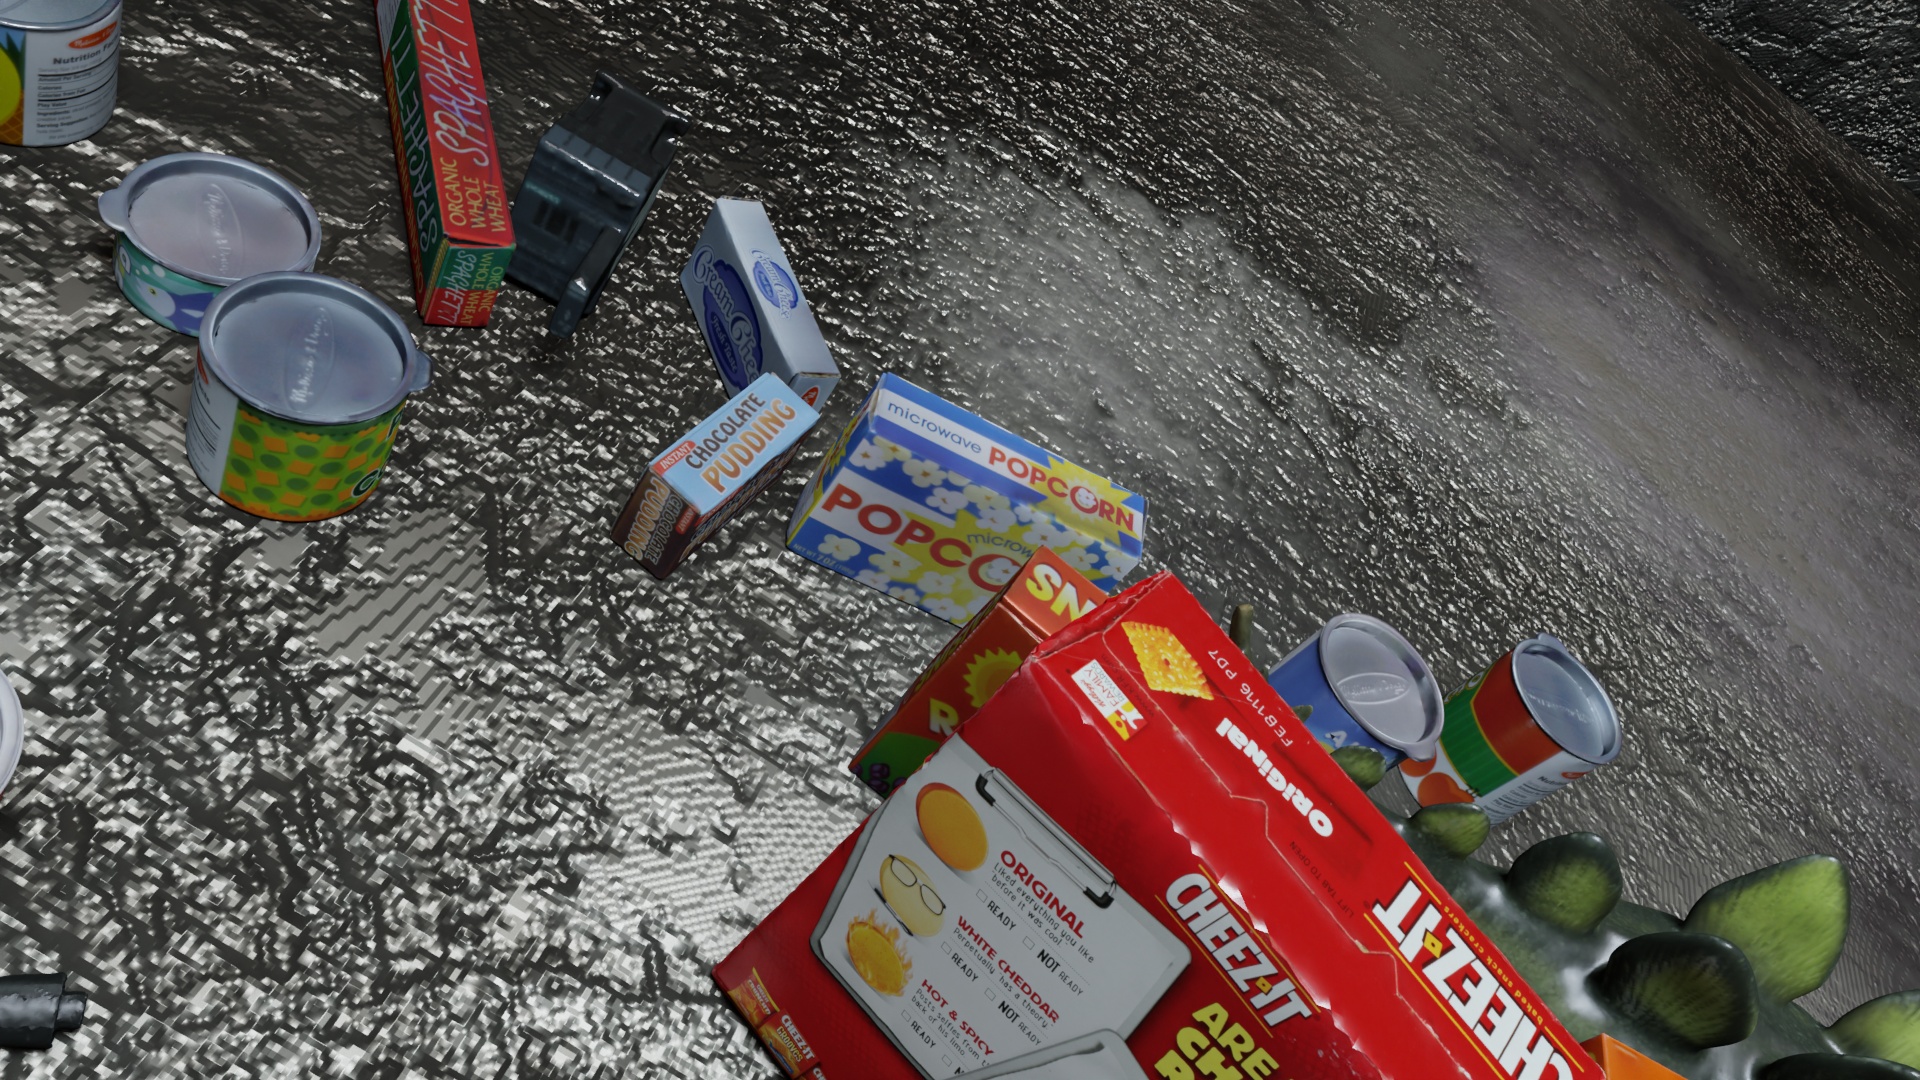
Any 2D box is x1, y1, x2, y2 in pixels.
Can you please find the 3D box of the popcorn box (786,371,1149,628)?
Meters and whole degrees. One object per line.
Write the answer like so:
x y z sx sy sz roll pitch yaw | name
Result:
0.002 -0.007 0.580 0.127 0.084 0.038 25 45 -15 | popcorn box

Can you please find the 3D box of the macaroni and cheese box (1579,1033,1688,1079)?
0.149 0.238 0.420 0.040 0.165 0.124 31 44 -10 | macaroni and cheese box

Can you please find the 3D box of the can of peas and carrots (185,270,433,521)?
-0.224 -0.048 0.478 0.071 0.058 0.071 19 47 -21 | can of peas and carrots

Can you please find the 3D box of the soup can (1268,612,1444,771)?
0.161 0.084 0.615 0.071 0.083 0.072 19 47 -21 | soup can

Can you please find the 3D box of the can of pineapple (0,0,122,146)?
-0.348 -0.189 0.509 0.071 0.057 0.071 19 47 -21 | can of pineapple

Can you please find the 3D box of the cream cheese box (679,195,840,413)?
-0.090 -0.096 0.612 0.024 0.053 0.104 -5 59 -37 | cream cheese box

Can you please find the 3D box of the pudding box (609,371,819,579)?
-0.097 -0.027 0.554 0.030 0.049 0.084 41 43 1 | pudding box

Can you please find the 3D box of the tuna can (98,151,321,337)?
-0.276 -0.108 0.510 0.071 0.032 0.071 19 47 -21 | tuna can

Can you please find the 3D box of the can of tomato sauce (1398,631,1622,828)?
0.264 0.095 0.677 0.071 0.082 0.071 19 47 -21 | can of tomato sauce

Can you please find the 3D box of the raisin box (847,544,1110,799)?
0.024 0.070 0.504 0.086 0.122 0.040 40 43 -1 | raisin box

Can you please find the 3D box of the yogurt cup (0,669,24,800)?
-0.279 0.061 0.353 0.072 0.053 0.073 19 47 -21 | yogurt cup

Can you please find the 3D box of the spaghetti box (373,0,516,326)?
-0.231 -0.201 0.606 0.029 0.050 0.251 2 55 -34 | spaghetti box
